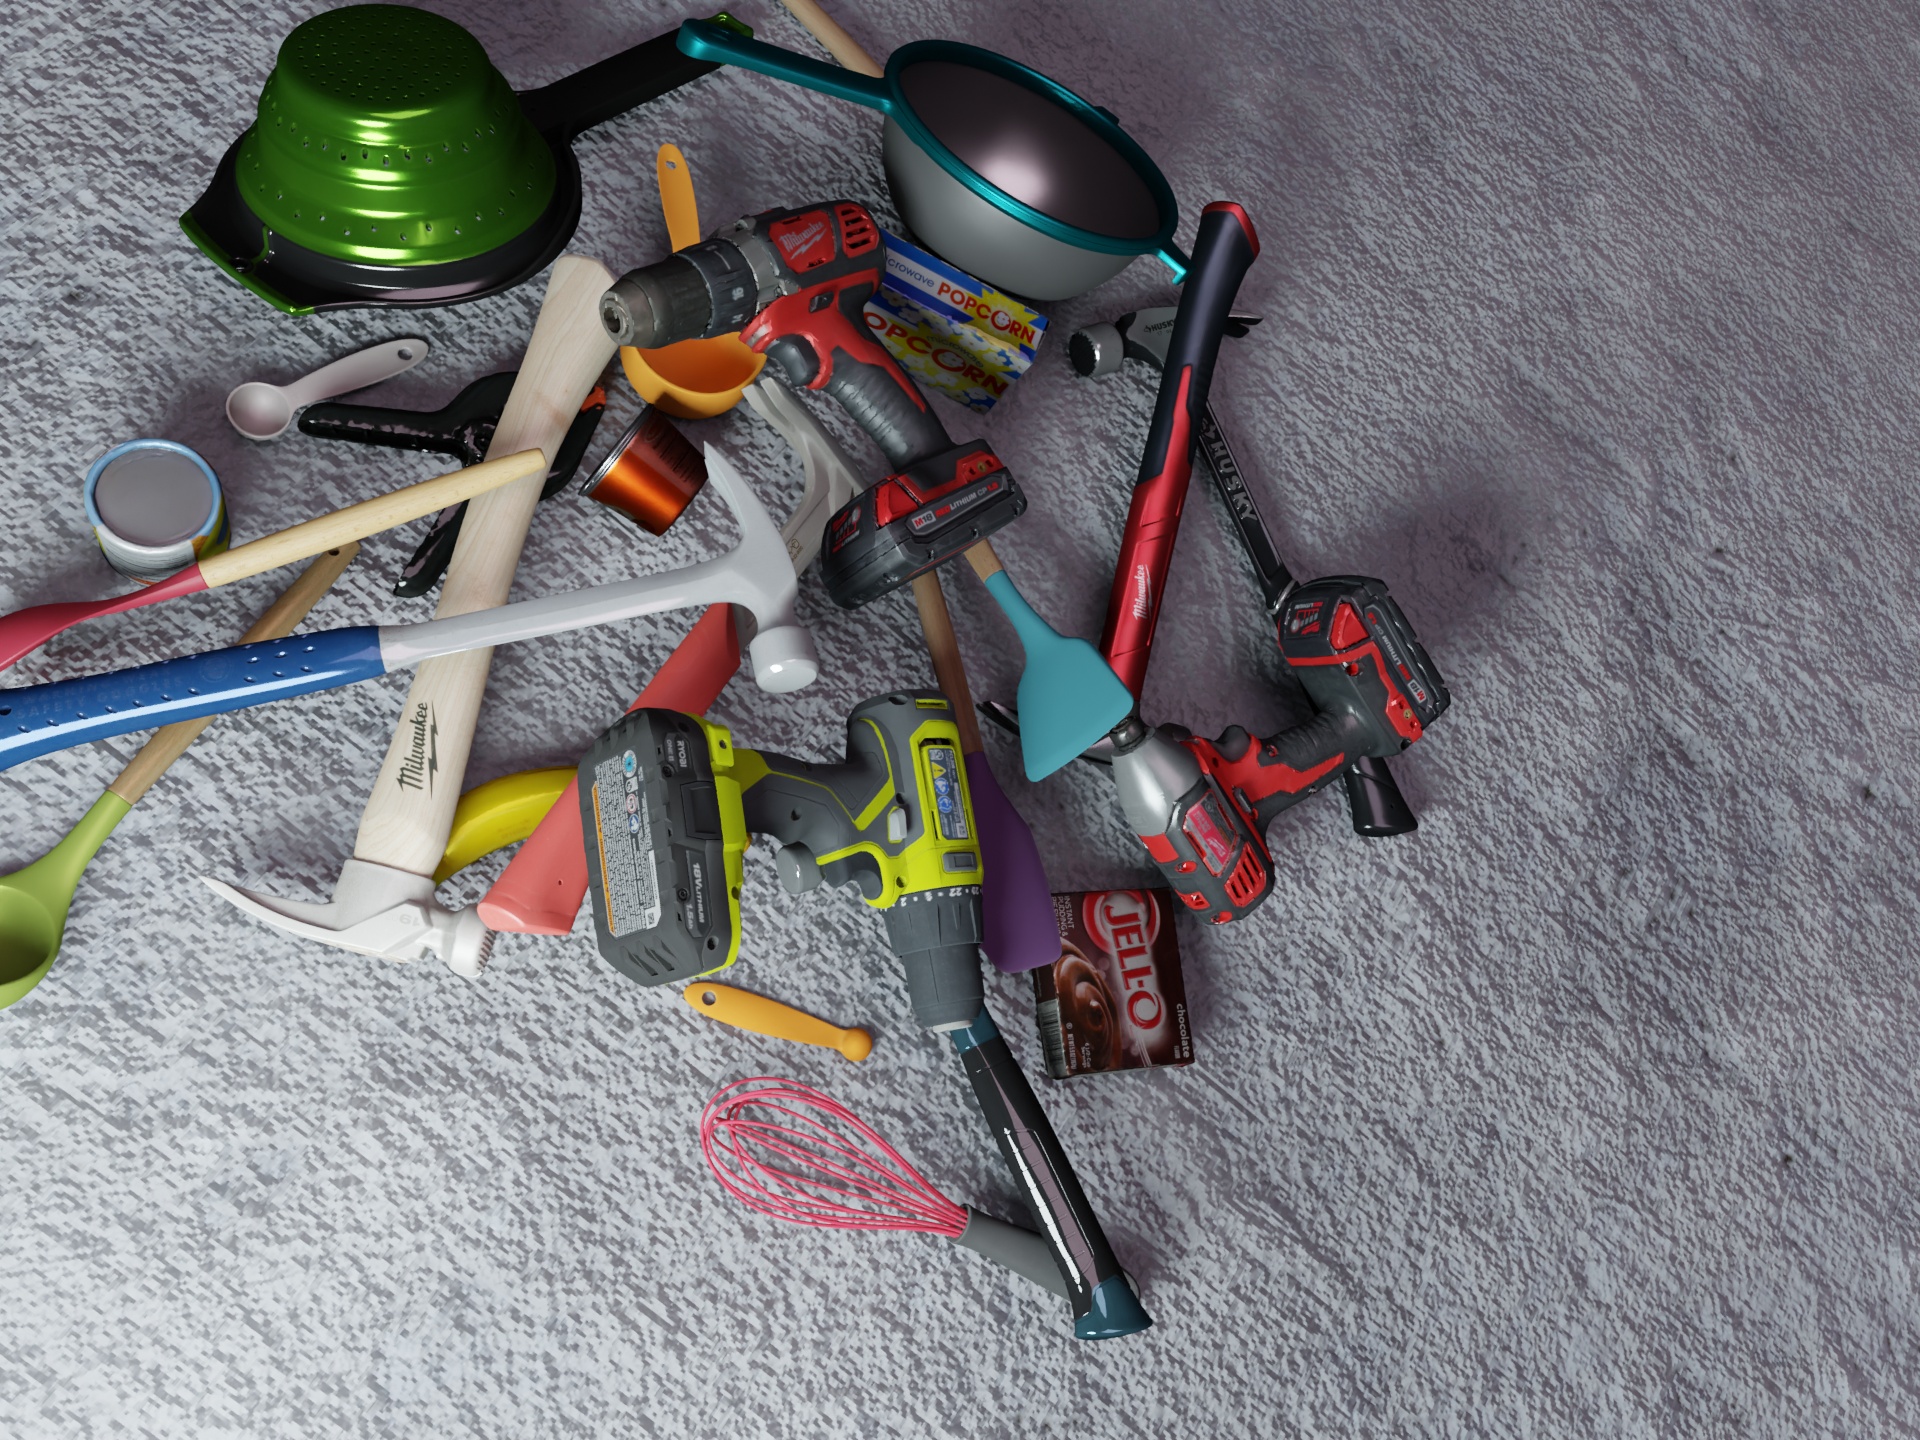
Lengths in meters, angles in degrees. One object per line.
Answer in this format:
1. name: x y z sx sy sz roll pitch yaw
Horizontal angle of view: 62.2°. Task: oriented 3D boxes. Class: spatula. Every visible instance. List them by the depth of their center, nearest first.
1. spatula: -0.002 -0.003 0.965 0.059 0.018 0.316 -9 77 -24
2. spatula: 0.005 -0.112 0.992 0.044 0.082 0.318 2 54 -60

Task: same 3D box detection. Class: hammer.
1. hammer: -0.286 -0.044 0.817 0.405 0.035 0.144 -13 67 -9
2. hammer: -0.273 -0.076 0.871 0.146 0.038 0.411 14 73 -5
3. hammer: -0.154 -0.032 0.887 0.149 0.037 0.359 51 52 -26
4. hammer: 0.017 0.201 0.920 0.128 0.033 0.331 -19 73 -30
5. hammer: 0.120 -0.163 1.046 0.143 0.038 0.386 15 82 -15
6. hammer: 0.220 -0.106 1.110 0.149 0.036 0.409 -22 85 -26

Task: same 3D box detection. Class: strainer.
1. strainer: -0.026 -0.349 1.007 0.340 0.095 0.211 7 47 -28

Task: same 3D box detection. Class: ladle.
1. ladle: -0.419 0.014 0.819 0.078 0.062 0.320 29 64 6
2. ladle: -0.368 -0.084 0.829 0.315 0.069 0.031 -23 107 -13

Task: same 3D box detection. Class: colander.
1. colander: -0.267 -0.378 0.937 0.204 0.094 0.397 37 55 16

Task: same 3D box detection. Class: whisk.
1. whisk: -0.017 0.279 0.904 0.295 0.073 0.073 29 67 -19

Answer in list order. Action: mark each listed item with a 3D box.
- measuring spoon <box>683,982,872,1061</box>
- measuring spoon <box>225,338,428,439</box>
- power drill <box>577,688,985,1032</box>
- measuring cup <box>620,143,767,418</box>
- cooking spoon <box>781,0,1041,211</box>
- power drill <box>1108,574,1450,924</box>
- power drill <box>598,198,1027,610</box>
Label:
1. measuring spoon: -0.104 0.173 0.920 0.117 0.011 0.021 21 69 -15
2. measuring spoon: -0.364 -0.193 0.921 0.124 0.018 0.034 -34 89 -32
3. power drill: -0.078 0.078 0.849 0.228 0.080 0.191 2 73 -43
4. measuring cup: -0.174 -0.271 0.994 0.095 0.052 0.174 -6 76 -22
5. cooking spoon: -0.034 -0.419 1.105 0.319 0.017 0.069 44 65 -6
6. power drill: 0.194 0.009 1.005 0.220 0.078 0.143 -41 105 -19
7. power drill: -0.083 -0.181 0.904 0.188 0.080 0.226 -31 93 -39
